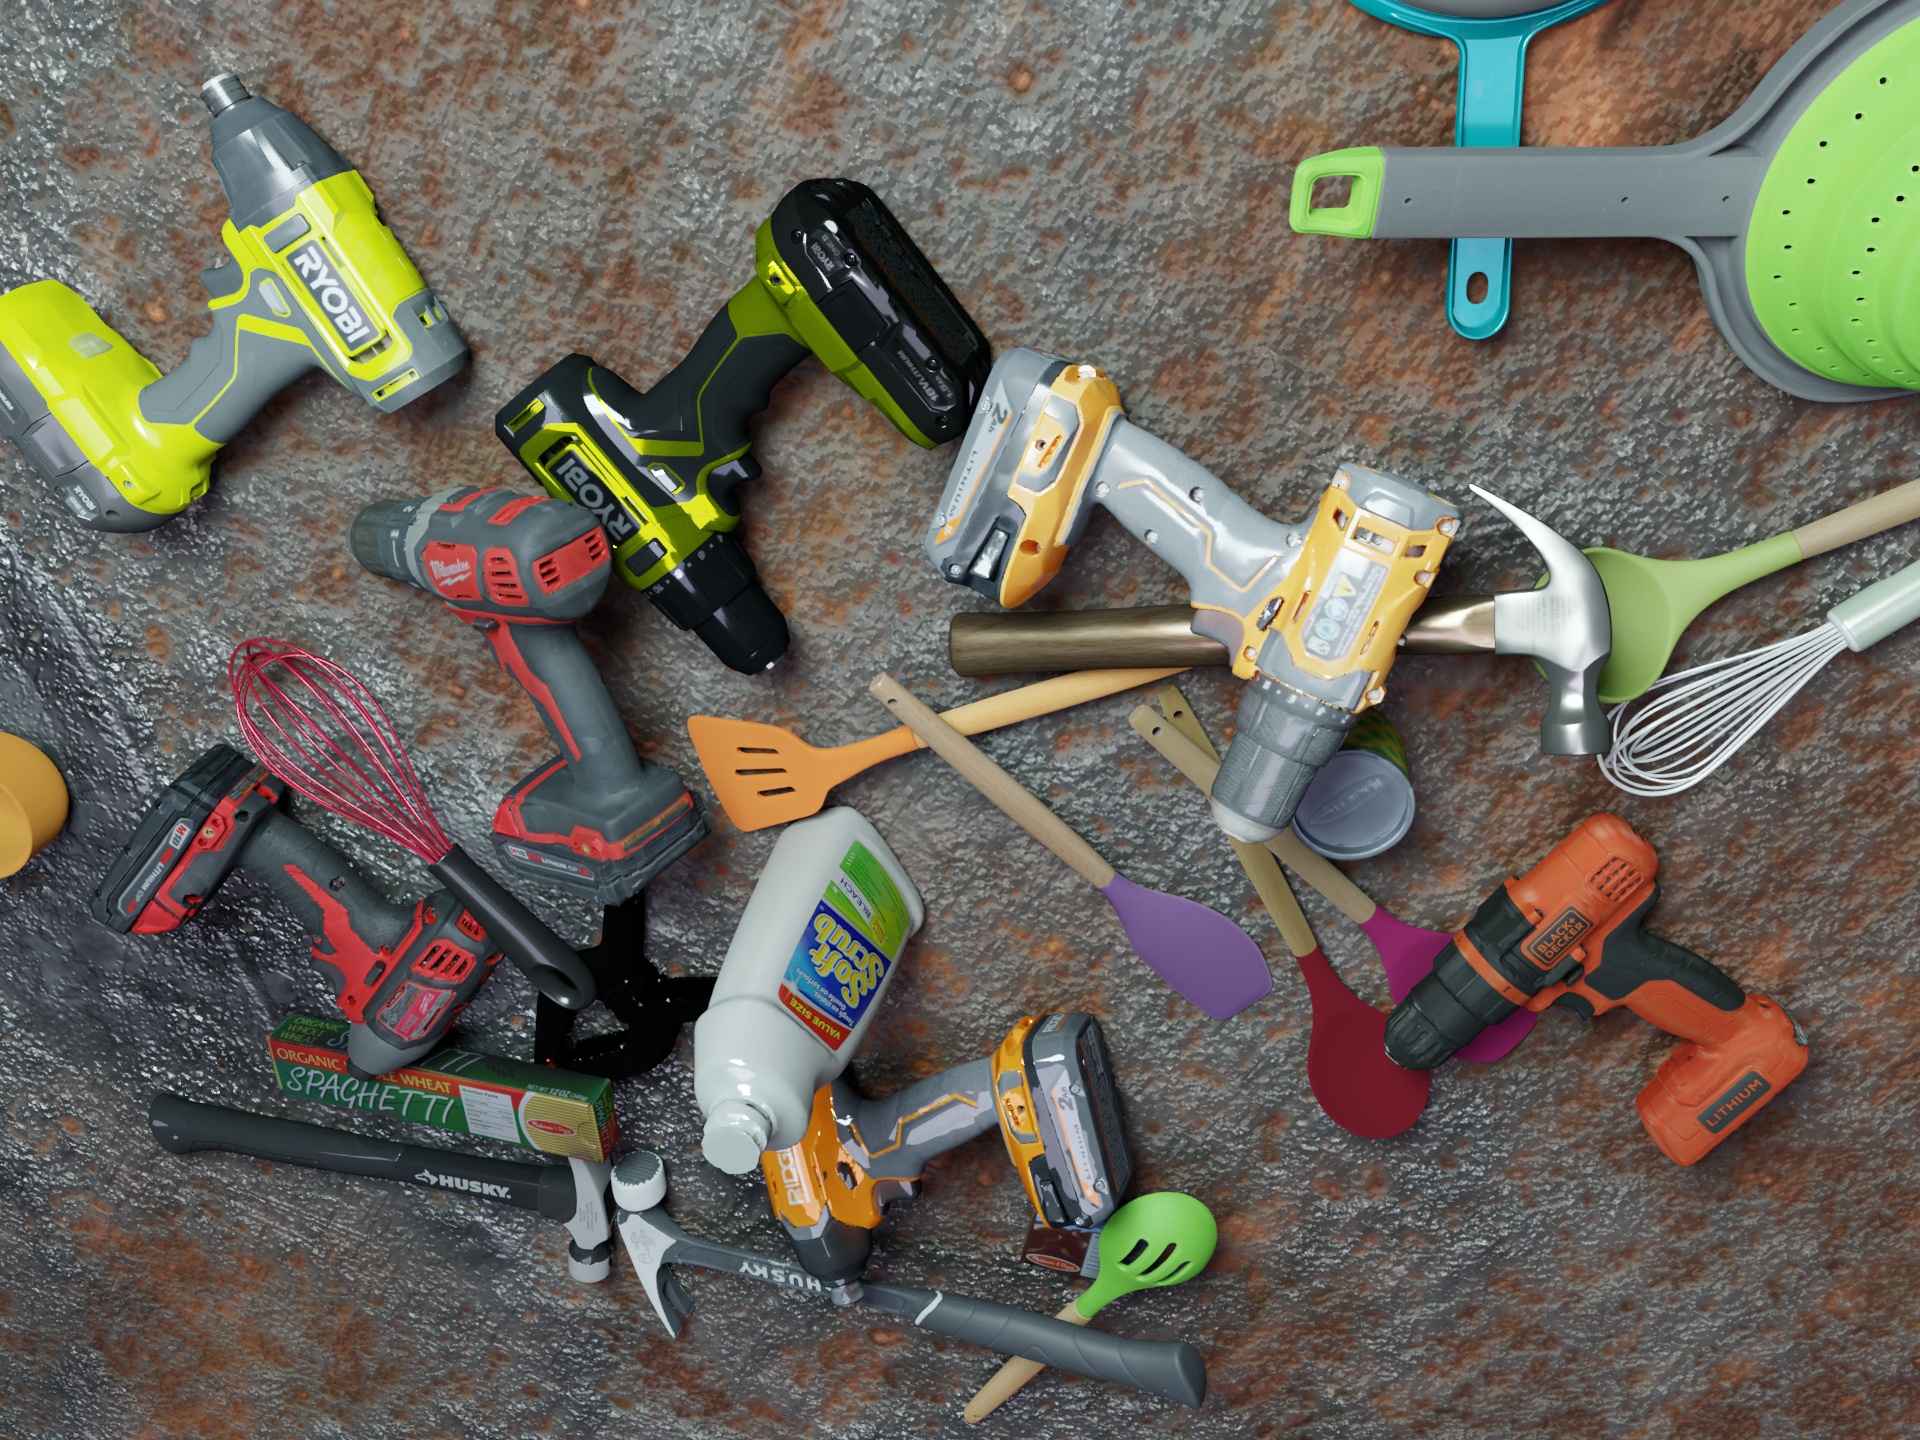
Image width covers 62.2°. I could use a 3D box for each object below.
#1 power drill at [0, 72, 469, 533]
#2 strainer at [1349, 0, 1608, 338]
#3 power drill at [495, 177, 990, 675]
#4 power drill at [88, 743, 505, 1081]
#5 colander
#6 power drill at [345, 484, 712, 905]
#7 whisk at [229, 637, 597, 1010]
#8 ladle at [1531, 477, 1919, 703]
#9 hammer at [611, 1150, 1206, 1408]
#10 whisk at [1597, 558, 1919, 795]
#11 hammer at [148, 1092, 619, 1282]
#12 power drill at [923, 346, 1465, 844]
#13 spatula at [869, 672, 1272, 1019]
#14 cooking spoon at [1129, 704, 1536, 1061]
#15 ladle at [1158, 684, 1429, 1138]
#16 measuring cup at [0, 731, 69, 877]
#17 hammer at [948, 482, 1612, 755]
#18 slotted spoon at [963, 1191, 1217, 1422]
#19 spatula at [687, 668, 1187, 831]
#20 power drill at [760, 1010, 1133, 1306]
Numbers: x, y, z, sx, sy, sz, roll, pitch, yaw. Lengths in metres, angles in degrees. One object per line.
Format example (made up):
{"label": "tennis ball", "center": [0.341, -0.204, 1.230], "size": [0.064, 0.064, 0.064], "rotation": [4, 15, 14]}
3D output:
{"label": "power drill", "center": [-0.391, -0.207, 0.821], "size": [0.223, 0.080, 0.171], "rotation": [-25, 112, 16]}
{"label": "strainer", "center": [0.224, -0.318, 0.645], "size": [0.211, 0.095, 0.340], "rotation": [0, 116, 10]}
{"label": "power drill", "center": [-0.099, -0.141, 0.805], "size": [0.228, 0.080, 0.190], "rotation": [-32, 107, 26]}
{"label": "power drill", "center": [-0.406, 0.128, 0.987], "size": [0.219, 0.079, 0.143], "rotation": [36, 106, -13]}
{"label": "colander", "center": [0.339, -0.201, 0.646], "size": [0.397, 0.095, 0.204], "rotation": [0, 130, 0]}
{"label": "power drill", "center": [-0.242, -0.022, 0.871], "size": [0.188, 0.080, 0.226], "rotation": [10, 126, 38]}
{"label": "whisk", "center": [-0.322, 0.067, 0.947], "size": [0.073, 0.073, 0.295], "rotation": [-35, 104, 24]}
{"label": "ladle", "center": [0.426, -0.093, 0.753], "size": [0.320, 0.062, 0.078], "rotation": [-23, 93, 17]}
{"label": "hammer", "center": [-0.040, 0.390, 1.055], "size": [0.409, 0.036, 0.149], "rotation": [8, 121, 17]}
{"label": "whisk", "center": [0.429, -0.040, 0.788], "size": [0.246, 0.059, 0.057], "rotation": [-36, 143, 20]}
{"label": "hammer", "center": [-0.403, 0.302, 1.109], "size": [0.335, 0.035, 0.146], "rotation": [9, 119, 5]}
{"label": "power drill", "center": [0.099, -0.061, 0.764], "size": [0.226, 0.084, 0.185], "rotation": [26, 106, 13]}
{"label": "spatula", "center": [0.067, 0.074, 0.902], "size": [0.315, 0.018, 0.059], "rotation": [41, 116, -21]}
{"label": "cooking spoon", "center": [0.211, 0.093, 0.894], "size": [0.318, 0.017, 0.068], "rotation": [40, 102, -17]}
{"label": "ladle", "center": [0.187, 0.112, 0.916], "size": [0.069, 0.031, 0.315], "rotation": [-28, 108, 8]}
{"label": "measuring cup", "center": [-0.652, 0.048, 1.010], "size": [0.173, 0.052, 0.095], "rotation": [3, 118, 10]}
{"label": "hammer", "center": [0.150, -0.047, 0.803], "size": [0.331, 0.031, 0.130], "rotation": [-1, 93, 22]}
{"label": "slotted spoon", "center": [0.073, 0.404, 1.060], "size": [0.070, 0.031, 0.313], "rotation": [26, 129, -8]}
{"label": "spatula", "center": [-0.001, -0.003, 0.891], "size": [0.322, 0.041, 0.081], "rotation": [-16, 113, 13]}
{"label": "power drill", "center": [-0.015, 0.272, 0.981], "size": [0.226, 0.084, 0.164], "rotation": [-13, 92, 17]}
